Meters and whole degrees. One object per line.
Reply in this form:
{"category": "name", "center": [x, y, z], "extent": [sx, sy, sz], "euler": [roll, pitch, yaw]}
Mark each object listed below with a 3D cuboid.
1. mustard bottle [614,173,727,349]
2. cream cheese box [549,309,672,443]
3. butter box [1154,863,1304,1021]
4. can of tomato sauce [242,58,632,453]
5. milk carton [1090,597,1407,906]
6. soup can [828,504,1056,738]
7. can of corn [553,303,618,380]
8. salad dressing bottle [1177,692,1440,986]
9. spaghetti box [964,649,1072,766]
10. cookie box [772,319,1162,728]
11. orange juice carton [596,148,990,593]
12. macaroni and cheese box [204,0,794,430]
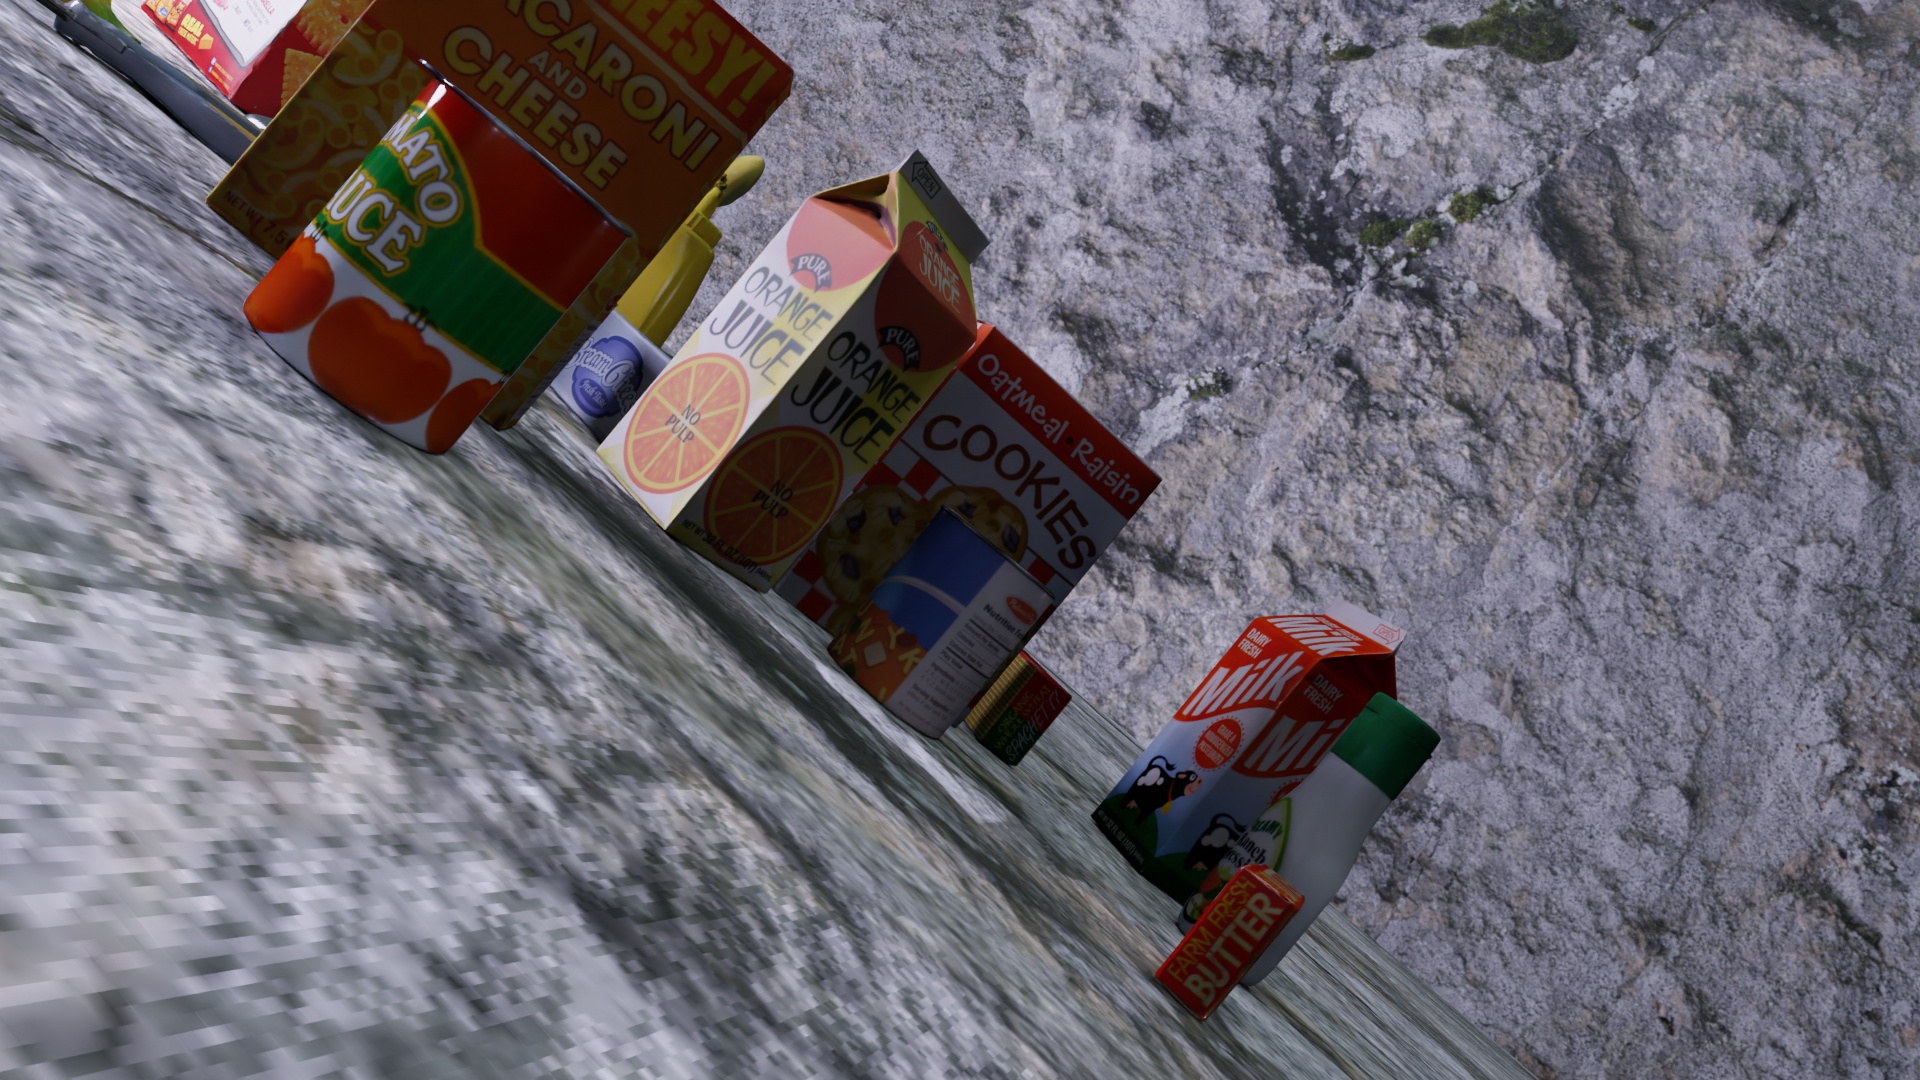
{"category": "mustard bottle", "center": [-0.196, -0.169, 0.884], "extent": [0.065, 0.160, 0.049], "euler": [40, -1, 8]}
{"category": "cream cheese box", "center": [-0.171, -0.078, 0.704], "extent": [0.104, 0.053, 0.024], "euler": [39, -1, 45]}
{"category": "butter box", "center": [0.104, 0.150, 0.526], "extent": [0.024, 0.053, 0.103], "euler": [40, 0, 20]}
{"category": "can of tomato sauce", "center": [-0.145, -0.077, 0.386], "extent": [0.071, 0.083, 0.071], "euler": [40, 0, 0]}
{"category": "milk carton", "center": [0.169, 0.114, 0.774], "extent": [0.073, 0.190, 0.072], "euler": [40, -1, -23]}
{"category": "soup can", "center": [-0.010, 0.035, 0.623], "extent": [0.071, 0.084, 0.071], "euler": [40, 0, 0]}
{"category": "can of corn", "center": [-0.208, -0.112, 0.654], "extent": [0.071, 0.058, 0.071], "euler": [40, 0, 0]}
{"category": "salad dressing bottle", "center": [0.165, 0.139, 0.654], "extent": [0.044, 0.147, 0.064], "euler": [40, -1, -8]}
{"category": "spaghetti box", "center": [0.008, 0.072, 0.846], "extent": [0.028, 0.050, 0.250], "euler": [40, 0, -16]}
{"category": "cookie box", "center": [0.002, -0.009, 0.700], "extent": [0.123, 0.167, 0.040], "euler": [40, -1, -21]}
{"category": "orange juice carton", "center": [-0.063, -0.080, 0.618], "extent": [0.073, 0.192, 0.071], "euler": [39, -1, 40]}
{"category": "macaroni and cheese box", "center": [-0.160, -0.143, 0.499], "extent": [0.123, 0.166, 0.040], "euler": [40, -1, -12]}
